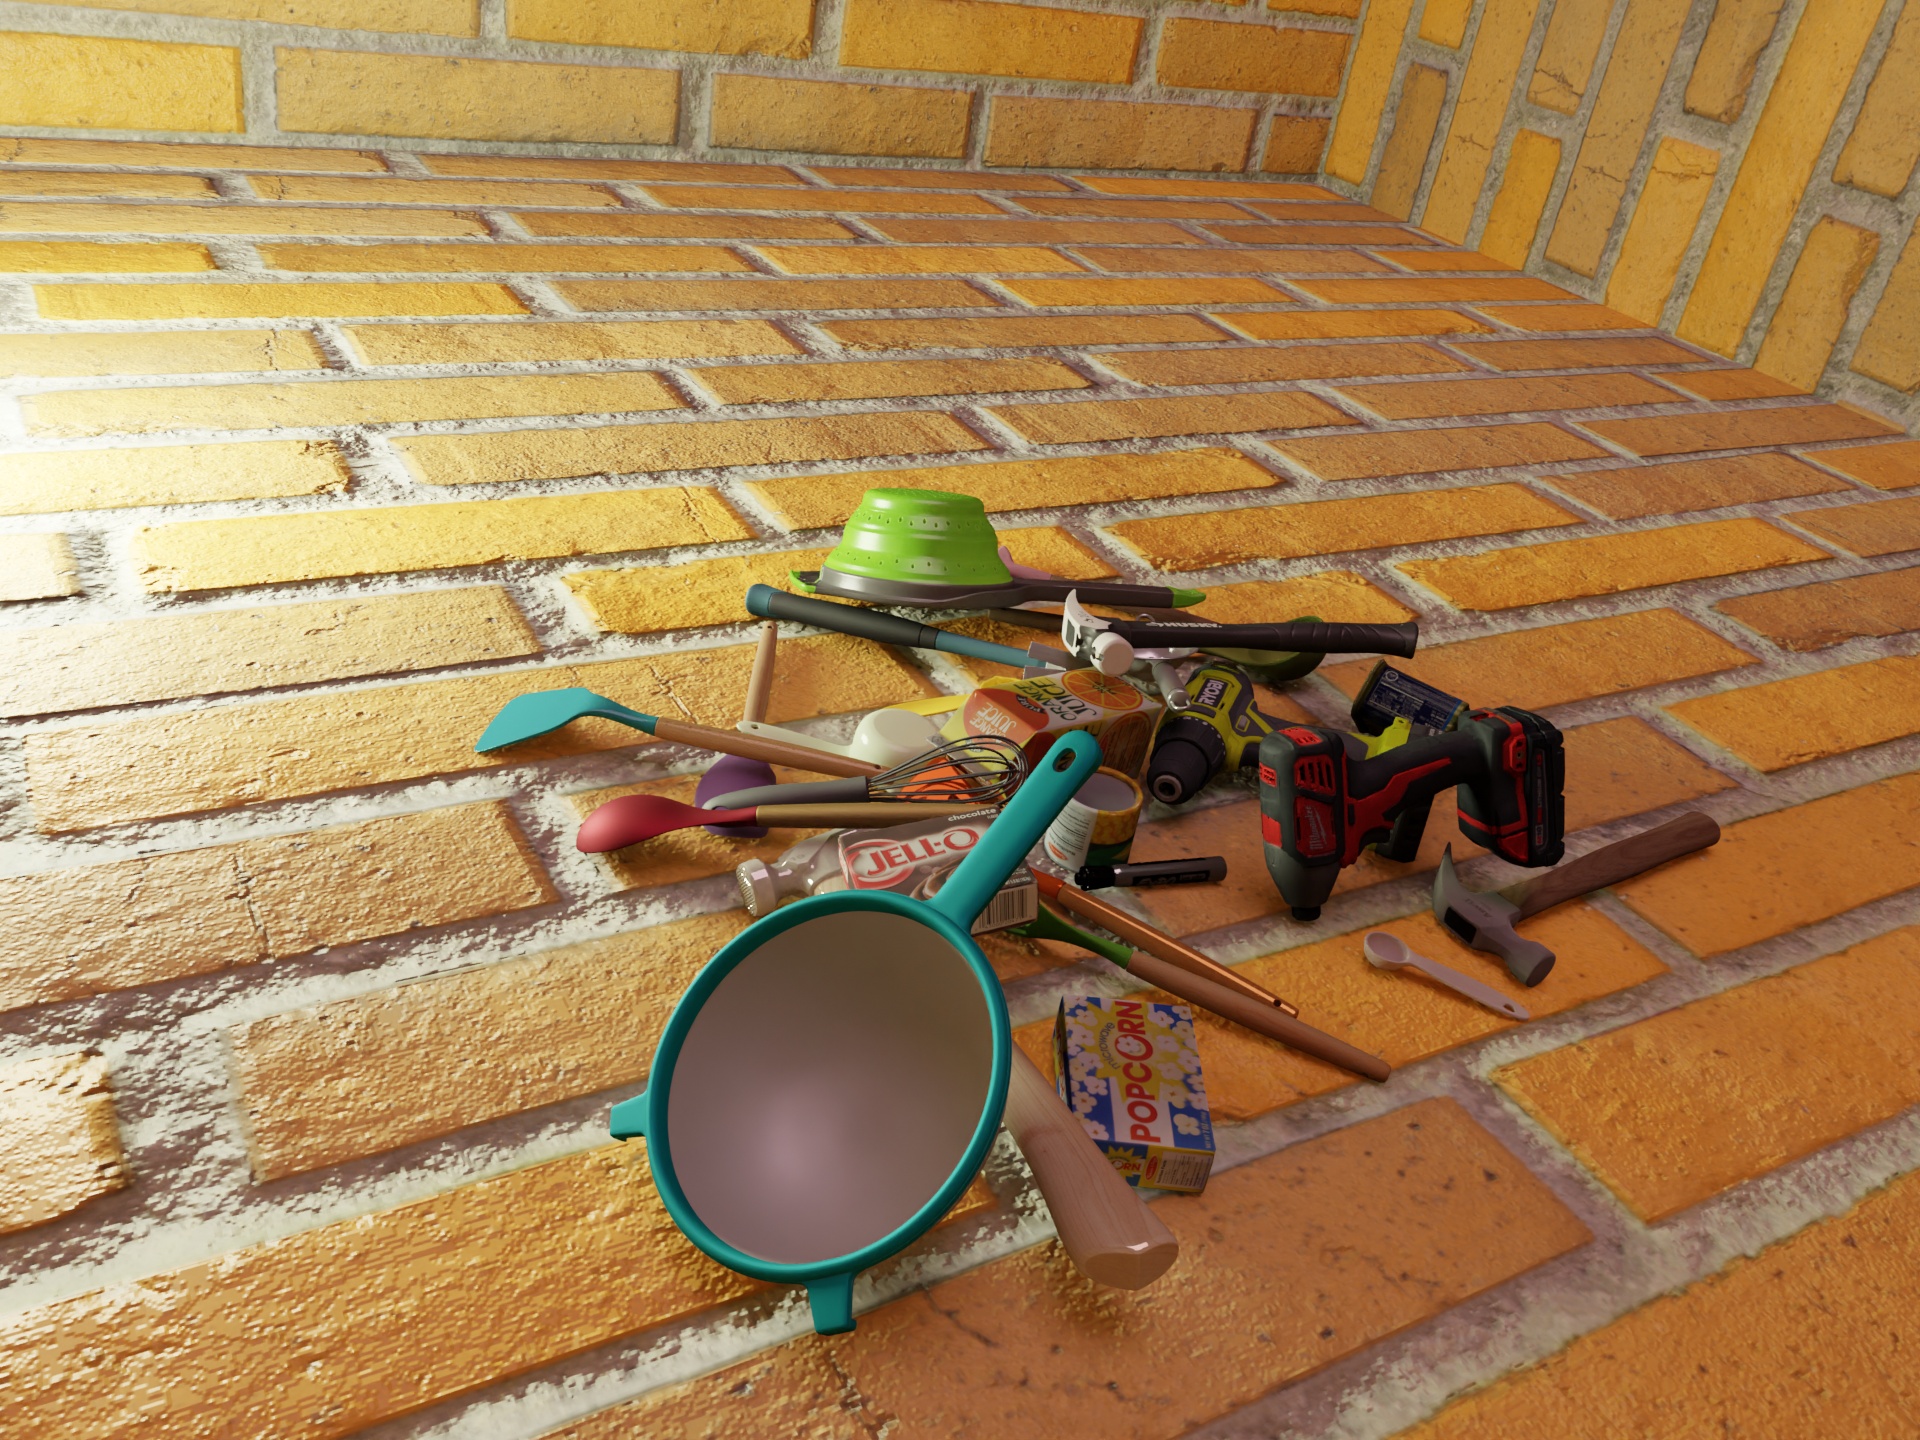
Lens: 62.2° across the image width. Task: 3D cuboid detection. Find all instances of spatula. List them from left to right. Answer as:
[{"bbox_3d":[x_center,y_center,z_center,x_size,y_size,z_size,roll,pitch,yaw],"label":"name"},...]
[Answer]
[{"bbox_3d":[-0.206,0.018,1.212,0.317,0.044,0.082,12,32,2],"label":"spatula"},{"bbox_3d":[-0.169,-0.001,1.281,0.059,0.018,0.316,6,32,-4],"label":"spatula"},{"bbox_3d":[0.092,0.128,1.124,0.323,0.041,0.081,27,57,24],"label":"spatula"}]

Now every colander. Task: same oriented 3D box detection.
[{"bbox_3d":[0.043,-0.160,1.478,0.397,0.094,0.205,2,12,-13],"label":"colander"}]

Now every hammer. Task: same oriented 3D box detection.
[{"bbox_3d":[-0.031,-0.074,1.404,0.331,0.033,0.128,13,4,13],"label":"hammer"},{"bbox_3d":[0.008,0.180,0.964,0.146,0.038,0.411,-18,36,-23],"label":"hammer"},{"bbox_3d":[0.247,-0.074,1.374,0.334,0.035,0.146,0,20,-18],"label":"hammer"},{"bbox_3d":[0.502,0.121,1.273,0.331,0.031,0.130,-13,38,-34],"label":"hammer"}]

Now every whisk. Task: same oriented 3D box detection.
[{"bbox_3d":[-0.069,0.048,1.144,0.239,0.055,0.055,-9,32,0],"label":"whisk"}]

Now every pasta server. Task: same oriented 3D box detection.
[{"bbox_3d":[0.116,-0.136,1.576,0.316,0.040,0.060,17,40,9],"label":"pasta server"}]

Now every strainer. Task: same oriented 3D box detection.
[{"bbox_3d":[-0.019,0.157,0.876,0.211,0.095,0.340,29,73,37],"label":"strainer"},{"bbox_3d":[0.172,-0.042,1.368,0.087,0.050,0.258,0,15,0],"label":"strainer"}]

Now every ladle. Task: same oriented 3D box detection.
[{"bbox_3d":[-0.114,0.068,1.098,0.315,0.031,0.069,-1,24,7],"label":"ladle"},{"bbox_3d":[0.186,-0.088,1.502,0.320,0.062,0.078,9,28,3],"label":"ladle"}]

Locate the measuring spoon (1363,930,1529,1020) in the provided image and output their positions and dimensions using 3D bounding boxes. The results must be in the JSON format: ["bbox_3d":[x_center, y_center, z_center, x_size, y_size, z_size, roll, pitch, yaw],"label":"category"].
[{"bbox_3d":[0.344,0.188,1.135,0.124,0.018,0.034,26,32,12],"label":"measuring spoon"}]

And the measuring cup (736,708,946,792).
[{"bbox_3d":[-0.091,0.011,1.252,0.167,0.038,0.083,13,31,-8],"label":"measuring cup"}]

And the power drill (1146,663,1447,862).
[{"bbox_3d":[0.270,0.037,1.299,0.228,0.080,0.191,16,30,15],"label":"power drill"}]

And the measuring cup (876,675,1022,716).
[{"bbox_3d":[-0.002,-0.004,1.332,0.156,0.029,0.062,-9,36,-25],"label":"measuring cup"}]

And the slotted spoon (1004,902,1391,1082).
[{"bbox_3d":[0.137,0.171,1.067,0.314,0.070,0.031,23,64,11],"label":"slotted spoon"}]

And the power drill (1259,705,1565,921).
[{"bbox_3d":[0.328,0.067,1.176,0.219,0.143,0.079,-8,14,-10],"label":"power drill"}]
